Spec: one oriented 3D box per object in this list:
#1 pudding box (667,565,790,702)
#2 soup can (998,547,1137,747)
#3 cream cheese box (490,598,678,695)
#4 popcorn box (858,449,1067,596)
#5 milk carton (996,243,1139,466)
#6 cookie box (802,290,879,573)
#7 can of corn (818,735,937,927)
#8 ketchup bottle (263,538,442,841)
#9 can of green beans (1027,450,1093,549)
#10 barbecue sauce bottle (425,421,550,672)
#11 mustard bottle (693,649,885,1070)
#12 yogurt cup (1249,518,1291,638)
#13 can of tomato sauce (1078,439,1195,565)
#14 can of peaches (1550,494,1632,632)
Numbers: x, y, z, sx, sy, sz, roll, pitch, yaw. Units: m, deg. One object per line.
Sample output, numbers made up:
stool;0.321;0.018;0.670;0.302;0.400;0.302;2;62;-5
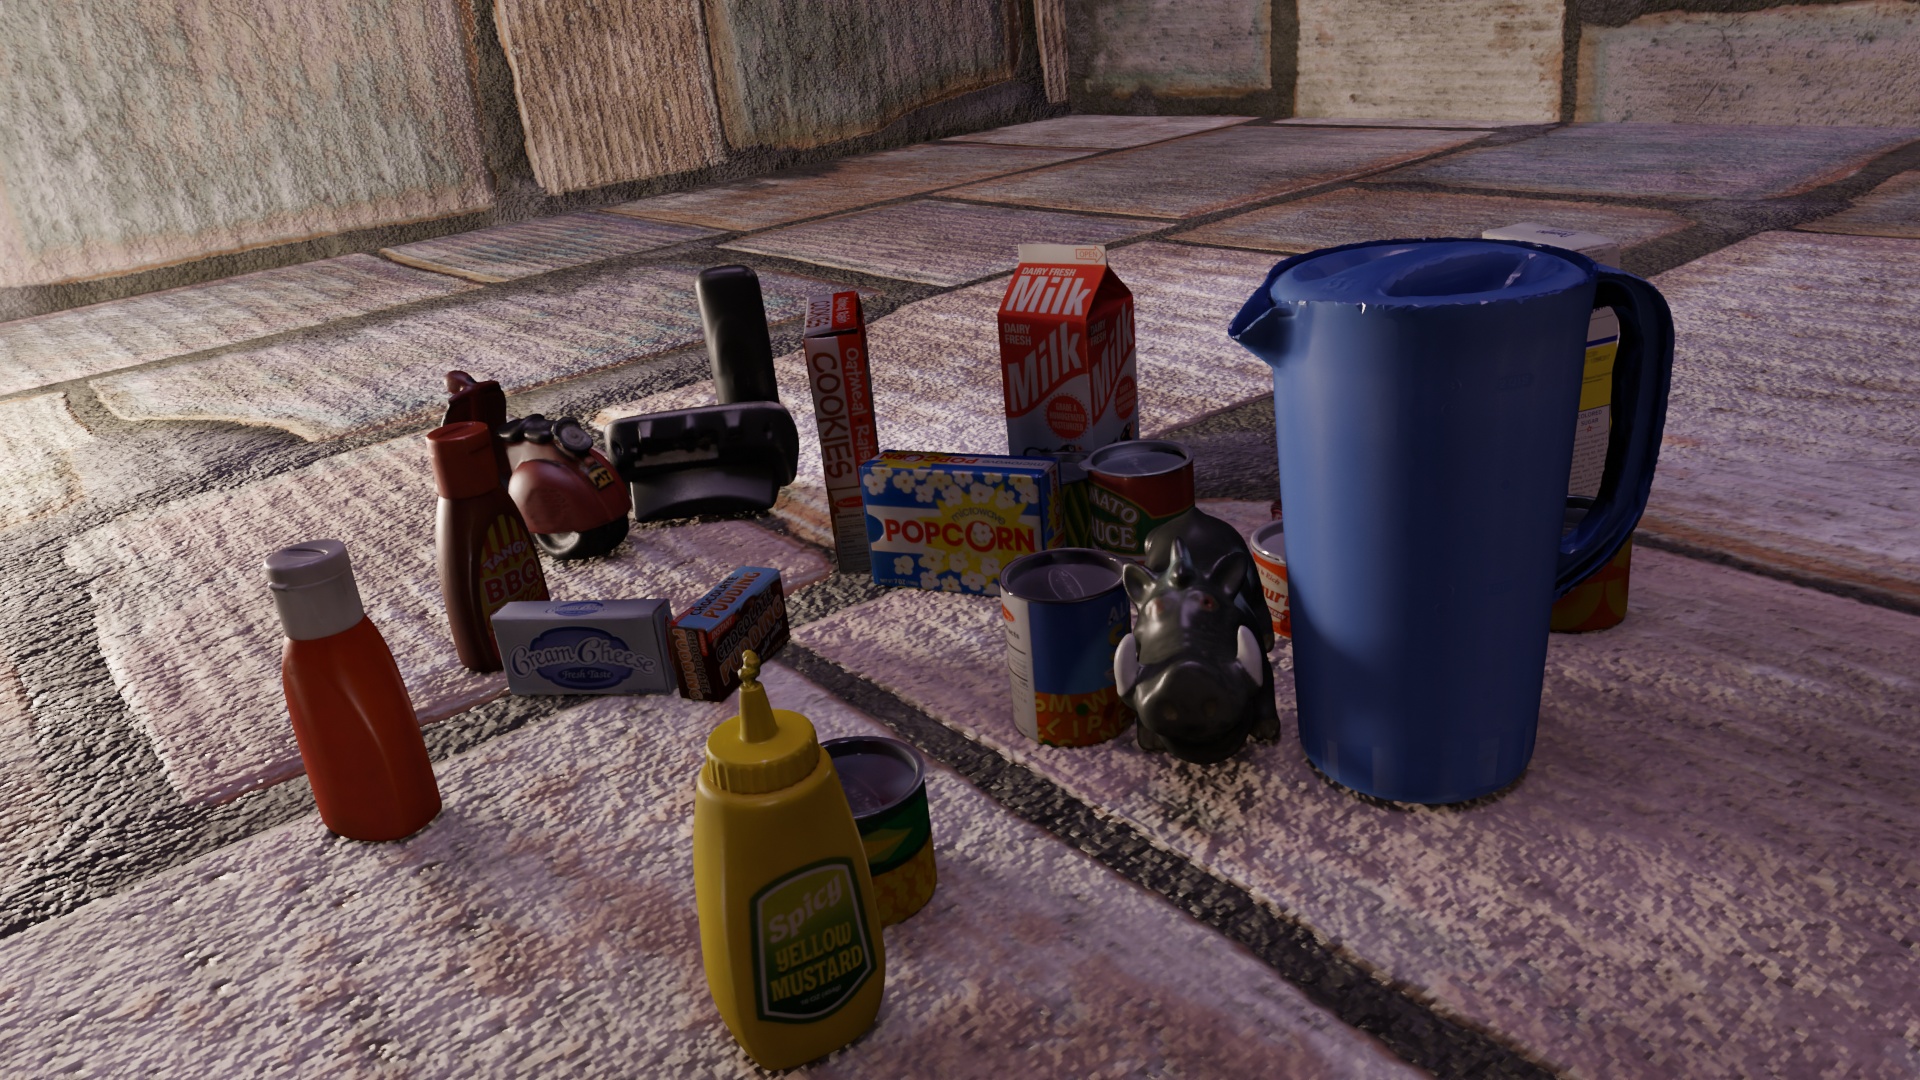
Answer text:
pudding box;-0.135;0.053;0.815;0.030;0.049;0.084;4;24;23
soup can;0.059;0.054;0.717;0.071;0.083;0.071;-5;22;2
cream cheese box;-0.217;0.062;0.810;0.104;0.053;0.024;-2;22;11
popcorn box;0.003;-0.011;0.888;0.127;0.085;0.038;4;24;24
milk carton;0.078;-0.114;0.980;0.072;0.189;0.074;9;26;33
cookie box;-0.077;-0.079;0.965;0.040;0.166;0.123;-7;22;-2
can of corn;-0.047;0.127;0.601;0.071;0.058;0.071;-5;22;2
ketchup bottle;-0.301;0.074;0.679;0.065;0.148;0.044;4;24;24
can of green beans;0.066;-0.023;0.936;0.071;0.057;0.071;-5;22;2
barbecue sauce bottle;-0.292;0.002;0.850;0.043;0.148;0.065;6;25;29
mustard bottle;-0.067;0.114;0.505;0.065;0.159;0.049;-18;25;-27
yogurt cup;0.201;0.022;0.797;0.072;0.053;0.073;-5;22;2
can of tomato sauce;0.112;-0.013;0.867;0.071;0.082;0.071;-5;22;2
can of peaches;0.338;0.013;0.777;0.071;0.057;0.071;-5;22;2
